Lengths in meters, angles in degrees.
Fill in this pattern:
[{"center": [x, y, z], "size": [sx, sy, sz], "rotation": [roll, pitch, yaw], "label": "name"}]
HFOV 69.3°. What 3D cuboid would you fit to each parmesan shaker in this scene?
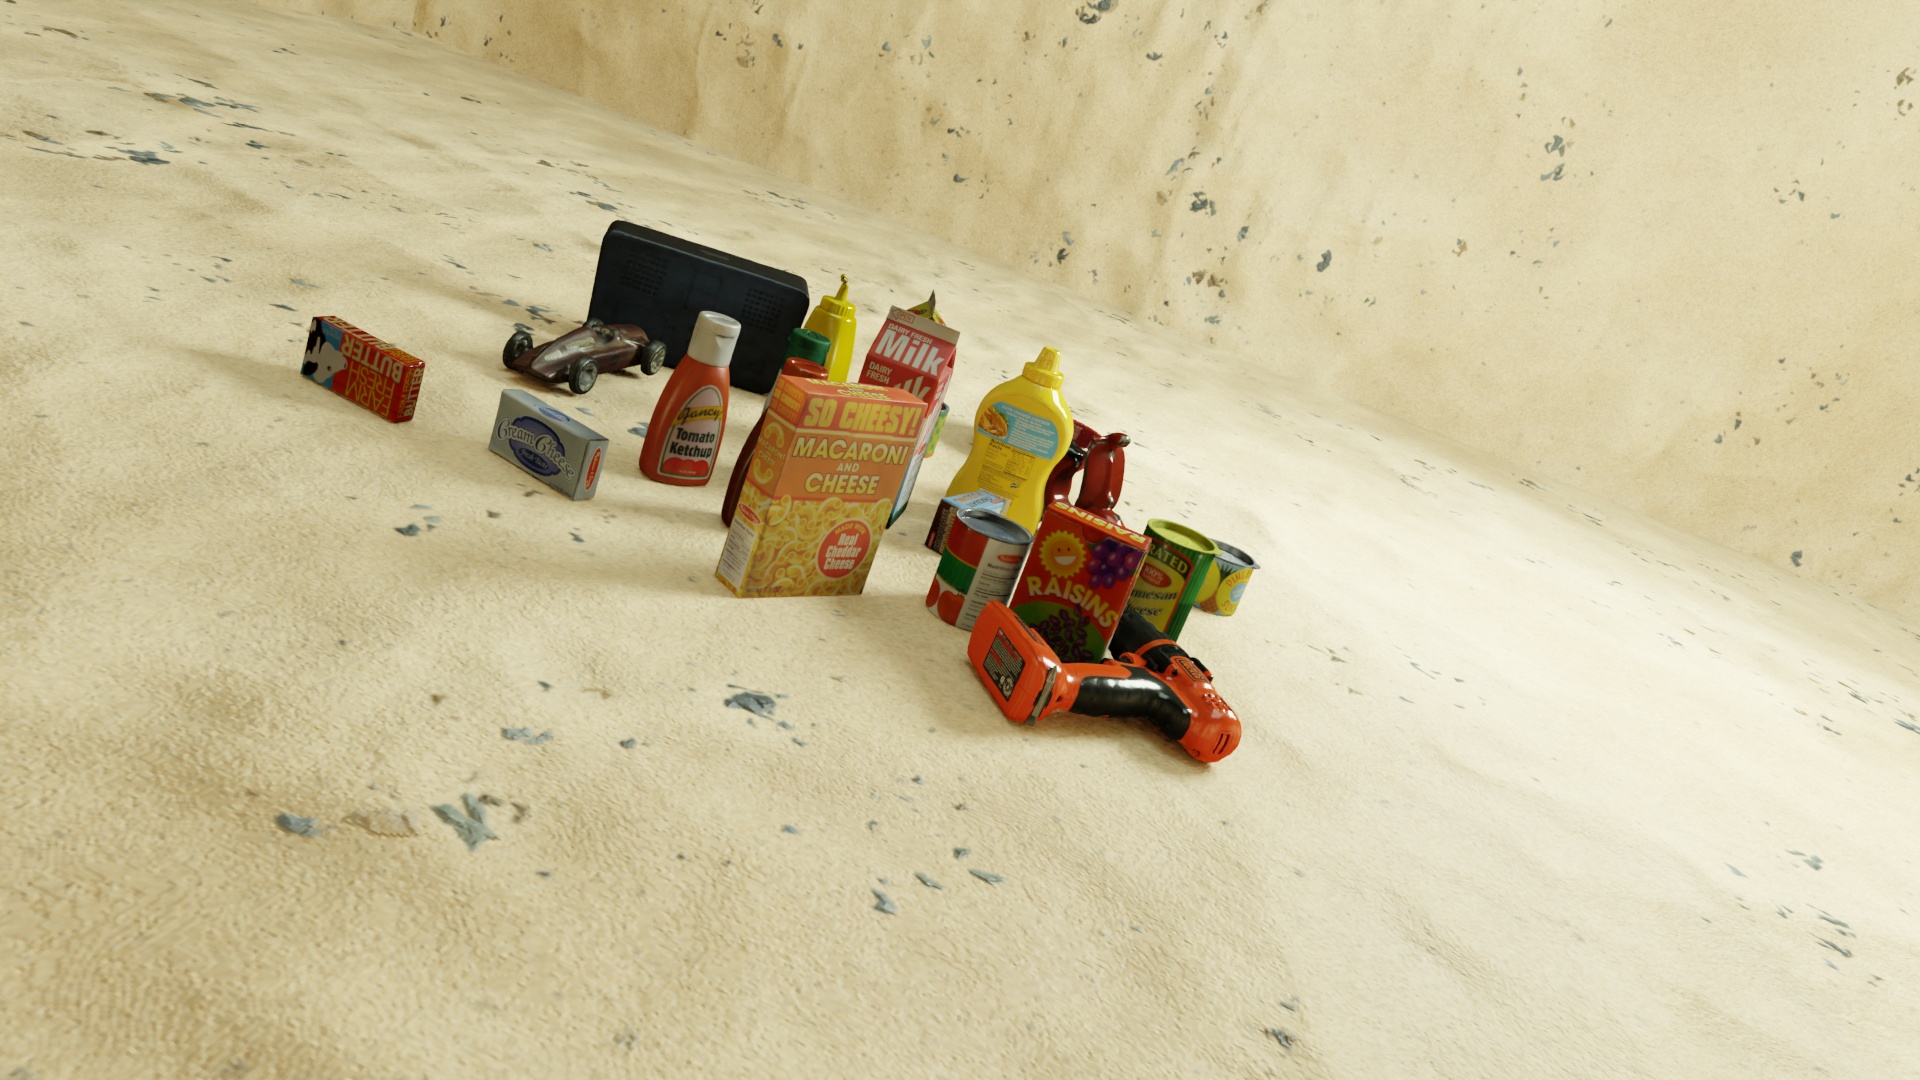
[{"center": [0.180, 0.042, 1.227], "size": [0.071, 0.102, 0.071], "rotation": [18, 18, -6], "label": "parmesan shaker"}]

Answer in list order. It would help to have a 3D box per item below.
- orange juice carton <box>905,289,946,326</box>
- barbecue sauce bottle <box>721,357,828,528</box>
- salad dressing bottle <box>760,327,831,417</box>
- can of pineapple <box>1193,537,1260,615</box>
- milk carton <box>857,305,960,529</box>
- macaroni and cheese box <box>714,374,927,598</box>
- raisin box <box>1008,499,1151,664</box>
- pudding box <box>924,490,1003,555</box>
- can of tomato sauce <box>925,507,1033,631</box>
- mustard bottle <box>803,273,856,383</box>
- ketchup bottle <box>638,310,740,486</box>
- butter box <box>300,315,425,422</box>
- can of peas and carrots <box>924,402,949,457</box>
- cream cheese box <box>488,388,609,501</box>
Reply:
[{"center": [-0.057, -0.158, 1.405], "size": [0.073, 0.192, 0.072], "rotation": [18, 18, -8], "label": "orange juice carton"}, {"center": [-0.148, -0.076, 1.144], "size": [0.065, 0.148, 0.044], "rotation": [12, 19, -24], "label": "barbecue sauce bottle"}, {"center": [-0.156, -0.117, 1.255], "size": [0.044, 0.147, 0.064], "rotation": [15, 18, -16], "label": "salad dressing bottle"}, {"center": [0.257, 0.037, 1.397], "size": [0.071, 0.057, 0.071], "rotation": [18, 18, -6], "label": "can of pineapple"}, {"center": [-0.062, -0.116, 1.283], "size": [0.072, 0.189, 0.074], "rotation": [22, 18, 4], "label": "milk carton"}, {"center": [-0.106, -0.039, 1.054], "size": [0.124, 0.165, 0.040], "rotation": [1, 26, -47], "label": "macaroni and cheese box"}, {"center": [0.089, 0.040, 1.102], "size": [0.086, 0.123, 0.040], "rotation": [24, 18, 11], "label": "raisin box"}, {"center": [0.005, -0.016, 1.293], "size": [0.030, 0.049, 0.084], "rotation": [28, 19, 22], "label": "pudding box"}, {"center": [0.014, 0.023, 1.135], "size": [0.071, 0.082, 0.071], "rotation": [18, 18, -6], "label": "can of tomato sauce"}, {"center": [-0.147, -0.217, 1.532], "size": [0.065, 0.159, 0.049], "rotation": [29, 20, 26], "label": "mustard bottle"}, {"center": [-0.227, -0.121, 1.190], "size": [0.065, 0.148, 0.043], "rotation": [6, 23, -39], "label": "ketchup bottle"}, {"center": [-0.482, -0.139, 1.122], "size": [0.103, 0.053, 0.024], "rotation": [26, 18, 16], "label": "butter box"}, {"center": [-0.051, -0.132, 1.552], "size": [0.071, 0.058, 0.071], "rotation": [18, 18, -6], "label": "can of peas and carrots"}, {"center": [-0.329, -0.077, 1.106], "size": [0.104, 0.053, 0.024], "rotation": [29, 19, 24], "label": "cream cheese box"}]
